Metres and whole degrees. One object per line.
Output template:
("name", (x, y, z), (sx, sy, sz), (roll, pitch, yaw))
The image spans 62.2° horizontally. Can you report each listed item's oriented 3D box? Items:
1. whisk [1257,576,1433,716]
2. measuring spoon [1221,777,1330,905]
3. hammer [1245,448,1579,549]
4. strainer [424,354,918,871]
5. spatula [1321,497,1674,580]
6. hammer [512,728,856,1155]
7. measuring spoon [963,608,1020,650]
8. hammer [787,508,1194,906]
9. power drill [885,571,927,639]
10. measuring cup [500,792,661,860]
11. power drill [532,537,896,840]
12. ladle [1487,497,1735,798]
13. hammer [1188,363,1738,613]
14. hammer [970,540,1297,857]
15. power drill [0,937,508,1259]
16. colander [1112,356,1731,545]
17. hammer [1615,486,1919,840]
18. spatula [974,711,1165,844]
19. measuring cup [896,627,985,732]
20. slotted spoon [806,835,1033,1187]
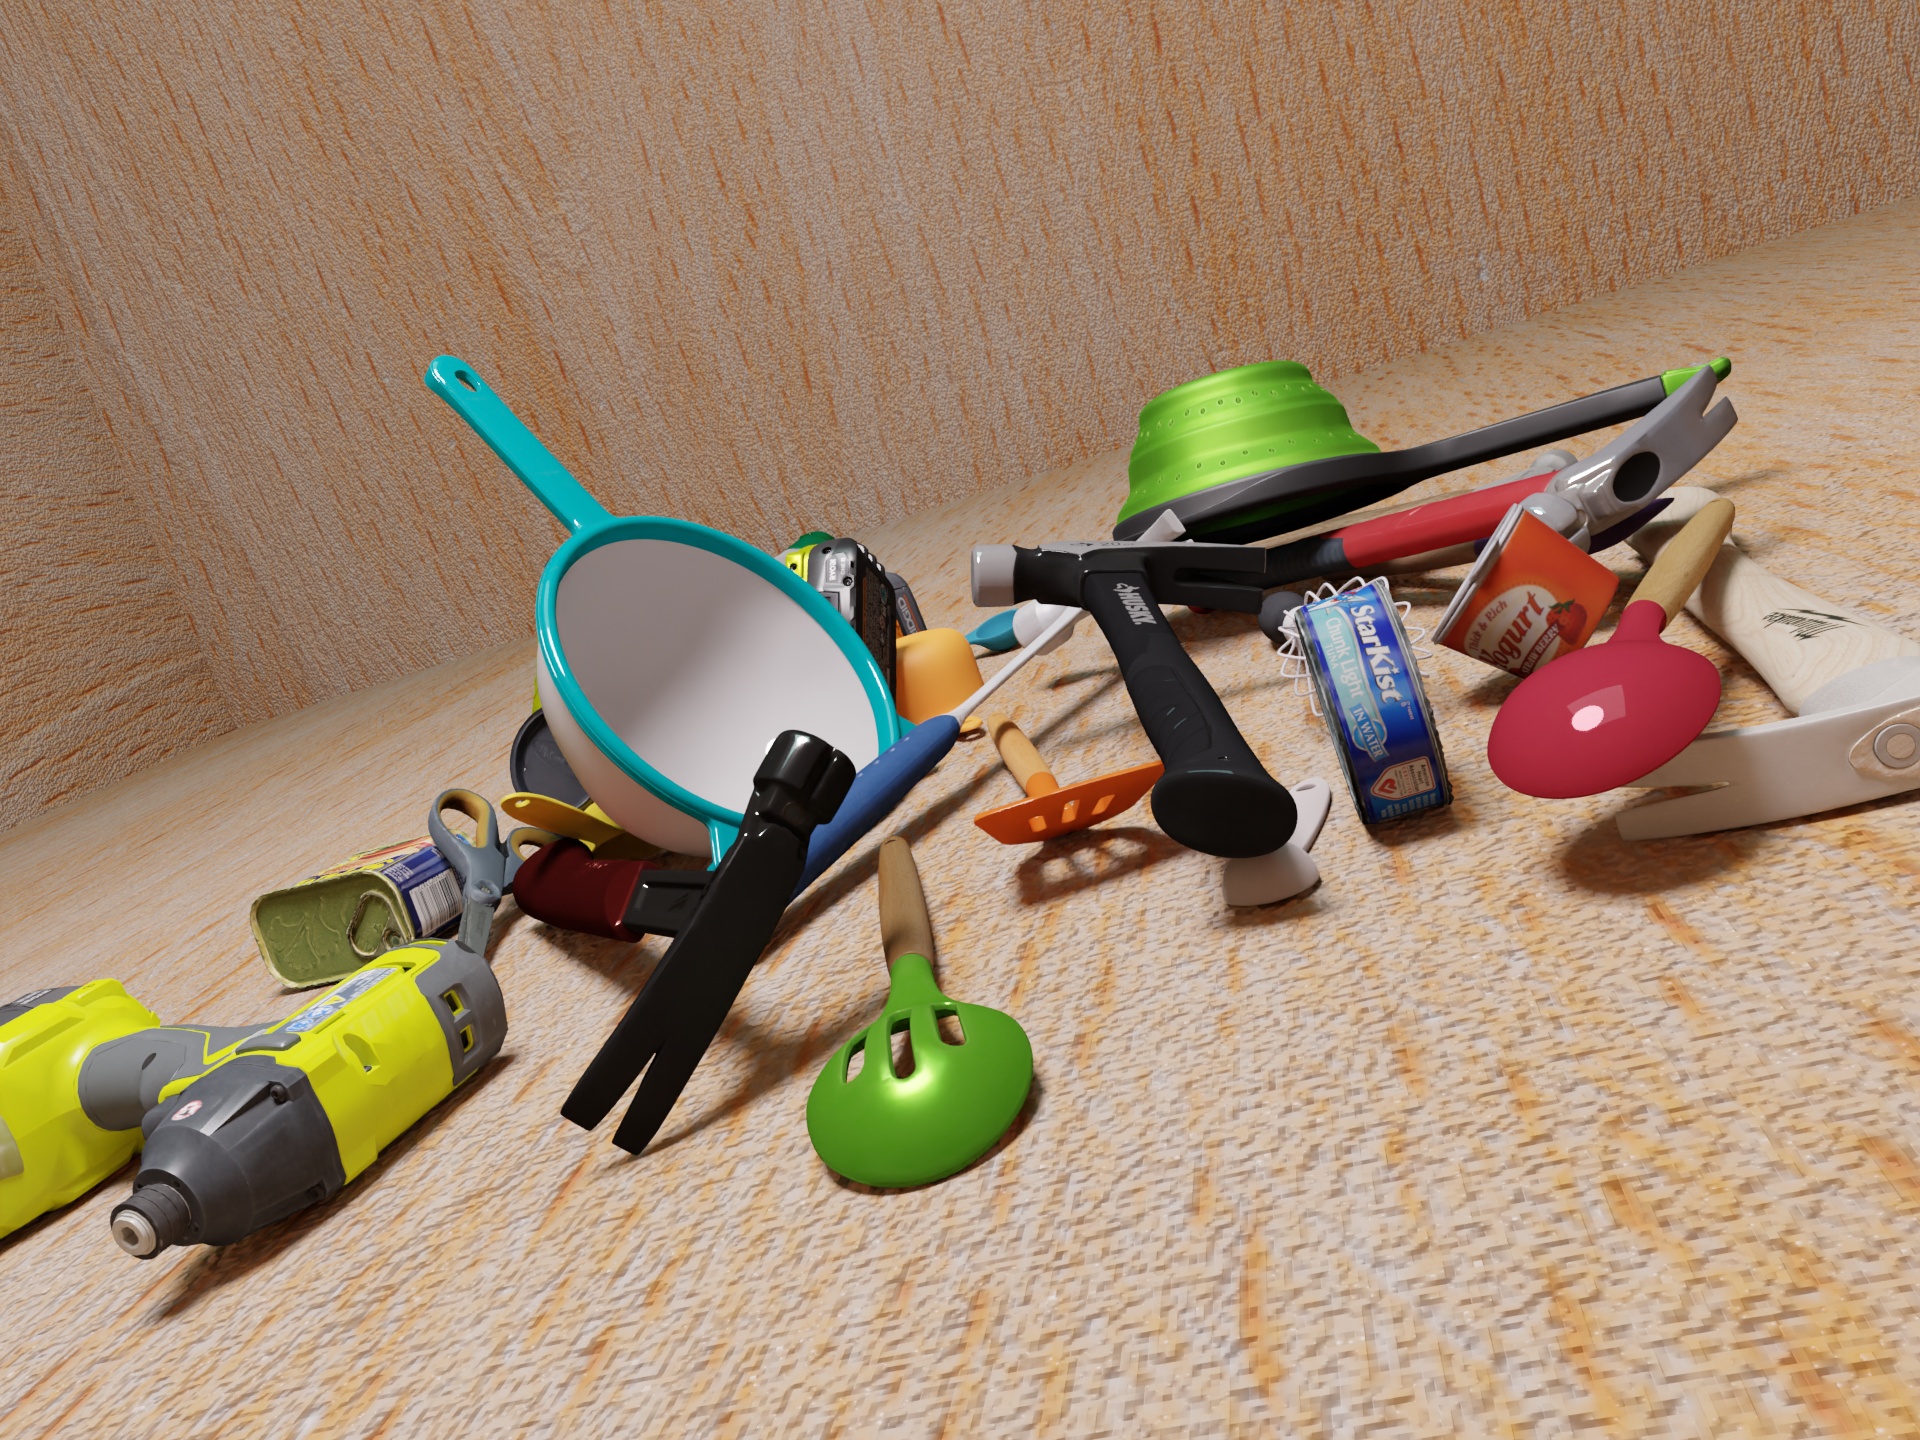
("whisk", (0.180, -0.045, 0.801), (0.070, 0.070, 0.284), (-17, 7, 6))
("measuring spoon", (0.121, 0.038, 0.593), (0.034, 0.018, 0.124), (-14, 12, 24))
("hammer", (0.258, -0.131, 1.134), (0.331, 0.031, 0.130), (-8, 15, 42))
("strainer", (-0.186, -0.048, 0.855), (0.095, 0.340, 0.211), (-48, -9, 34))
("spatula", (0.279, -0.094, 0.896), (0.060, 0.018, 0.316), (-36, 9, -10))
("hammer", (-0.151, 0.085, 0.680), (0.149, 0.036, 0.359), (-60, 19, -17))
("measuring spoon", (-0.006, -0.046, 1.203), (0.128, 0.021, 0.042), (-26, 22, 8))
("hammer", (-0.001, -0.003, 0.816), (0.144, 0.035, 0.405), (-32, 6, 40))
("power drill", (-0.145, -0.025, 1.149), (0.164, 0.084, 0.226), (-8, 21, 42))
("measuring cup", (-0.202, 0.047, 0.852), (0.062, 0.029, 0.156), (-27, -20, 10))
("power drill", (-0.160, -0.021, 0.986), (0.228, 0.191, 0.080), (-6, -17, 16))
("ladle", (0.253, -0.043, 0.574), (0.069, 0.031, 0.315), (-14, 11, 36))
("hammer", (0.249, -0.111, 0.908), (0.143, 0.038, 0.386), (-37, 11, -19))
("hammer", (0.087, -0.024, 0.669), (0.146, 0.035, 0.335), (-1, 20, -3))
("power drill", (-0.311, 0.151, 0.611), (0.223, 0.080, 0.171), (-10, 14, 22))
("colander", (0.248, -0.186, 0.972), (0.397, 0.094, 0.204), (-15, -2, 24))
("hammer", (0.310, -0.047, 0.651), (0.146, 0.038, 0.411), (-16, 11, 17))
("spatula", (0.034, 0.018, 0.766), (0.081, 0.041, 0.323), (-16, 10, -3))
("measuring cup", (-0.020, -0.024, 1.013), (0.095, 0.052, 0.174), (-21, 10, -12))
("slotted spoon", (-0.021, 0.085, 0.582), (0.070, 0.031, 0.314), (-19, 10, -1))
